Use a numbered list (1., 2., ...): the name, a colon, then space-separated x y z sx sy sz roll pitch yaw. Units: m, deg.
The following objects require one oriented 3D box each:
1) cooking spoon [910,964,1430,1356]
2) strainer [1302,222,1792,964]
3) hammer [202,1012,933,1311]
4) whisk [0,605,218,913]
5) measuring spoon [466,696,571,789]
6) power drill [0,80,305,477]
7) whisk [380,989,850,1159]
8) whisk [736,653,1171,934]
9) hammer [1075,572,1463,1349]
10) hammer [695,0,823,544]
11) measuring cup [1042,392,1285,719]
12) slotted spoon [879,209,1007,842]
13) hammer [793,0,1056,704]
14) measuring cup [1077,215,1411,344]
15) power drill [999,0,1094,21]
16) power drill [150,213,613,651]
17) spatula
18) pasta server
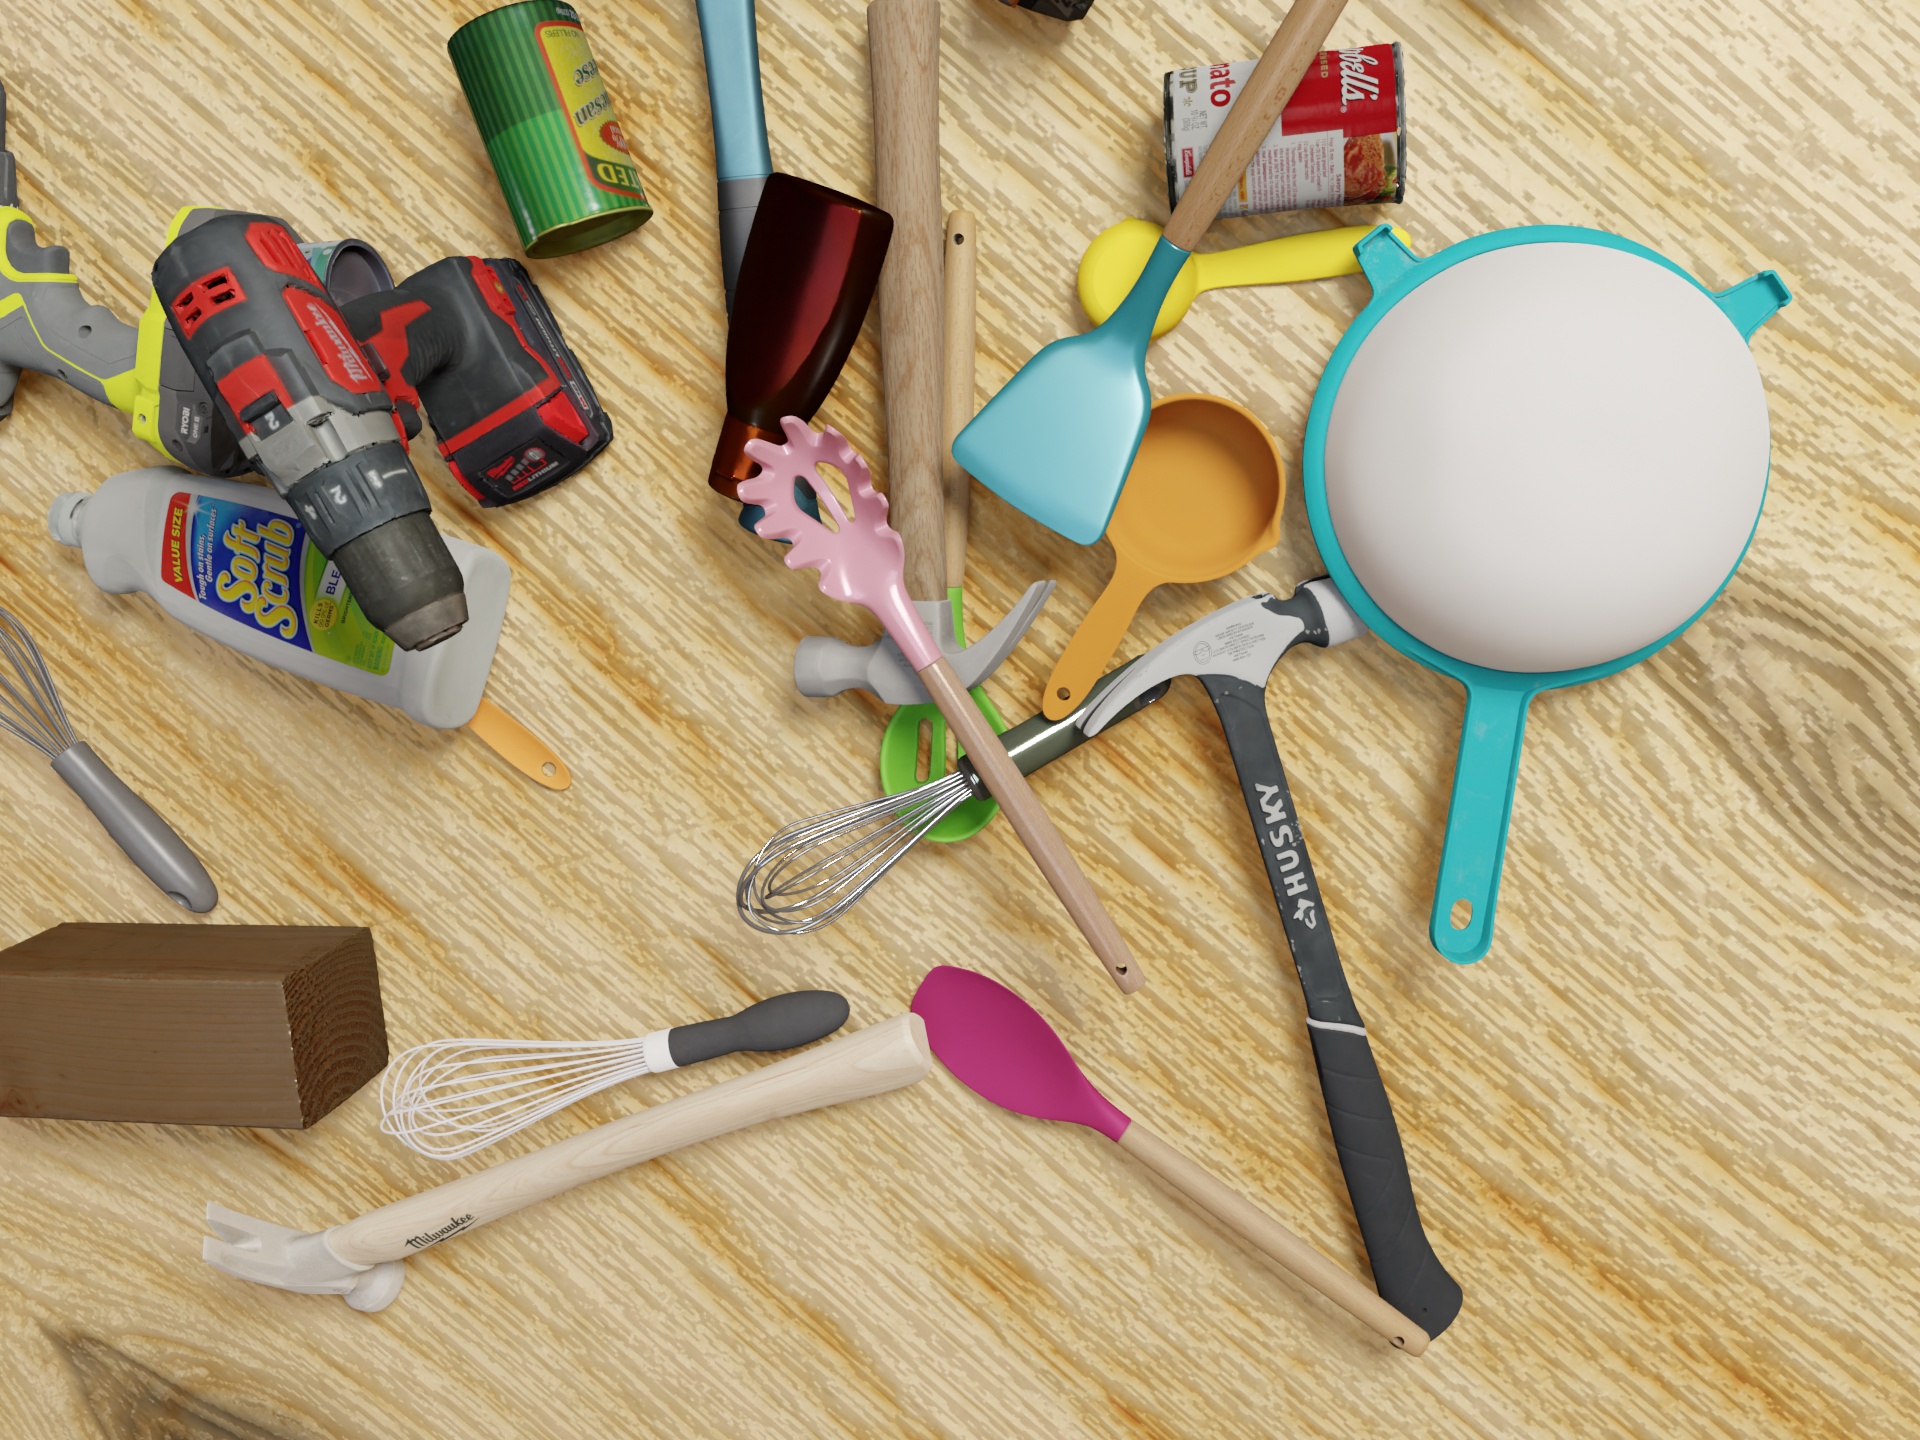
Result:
1. cooking spoon: 0.108 0.233 0.842 0.319 0.017 0.068 35 118 10
2. strainer: 0.254 -0.051 0.697 0.211 0.095 0.340 8 96 1
3. hammer: -0.211 0.240 0.881 0.410 0.146 0.038 -22 55 11
4. whisk: -0.514 0.018 0.921 0.055 0.055 0.239 -36 98 17
5. measuring spoon: -0.262 -0.001 0.884 0.117 0.011 0.021 40 96 -3
6. power drill: -0.462 -0.234 0.834 0.228 0.080 0.190 16 106 10
7. whisk: -0.196 0.194 0.895 0.284 0.070 0.070 -14 100 9
8. whisk: -0.002 0.033 0.789 0.246 0.059 0.057 -30 139 -5
9. hammer: 0.180 0.138 0.802 0.149 0.036 0.408 -19 102 -3
10. hammer: -0.104 -0.249 0.774 0.128 0.033 0.331 -5 105 2
11. measuring cup: 0.090 -0.077 0.772 0.095 0.052 0.173 32 107 4
12. slotted spoon: -0.003 -0.093 0.801 0.070 0.031 0.313 4 102 10
13. hammer: -0.021 -0.172 0.764 0.130 0.031 0.331 2 99 20
14. measuring cup: 0.131 -0.213 0.744 0.156 0.029 0.062 -5 102 14
15. power drill: -0.031 -0.381 0.647 0.226 0.164 0.084 18 90 -9
16. power drill: -0.247 -0.133 0.734 0.080 0.227 0.188 -27 96 16
17. spatula: 0.104 -0.222 0.672 0.082 0.044 0.317 35 121 5
18. pasta server: -0.001 -0.002 0.750 0.060 0.040 0.316 -32 94 12
